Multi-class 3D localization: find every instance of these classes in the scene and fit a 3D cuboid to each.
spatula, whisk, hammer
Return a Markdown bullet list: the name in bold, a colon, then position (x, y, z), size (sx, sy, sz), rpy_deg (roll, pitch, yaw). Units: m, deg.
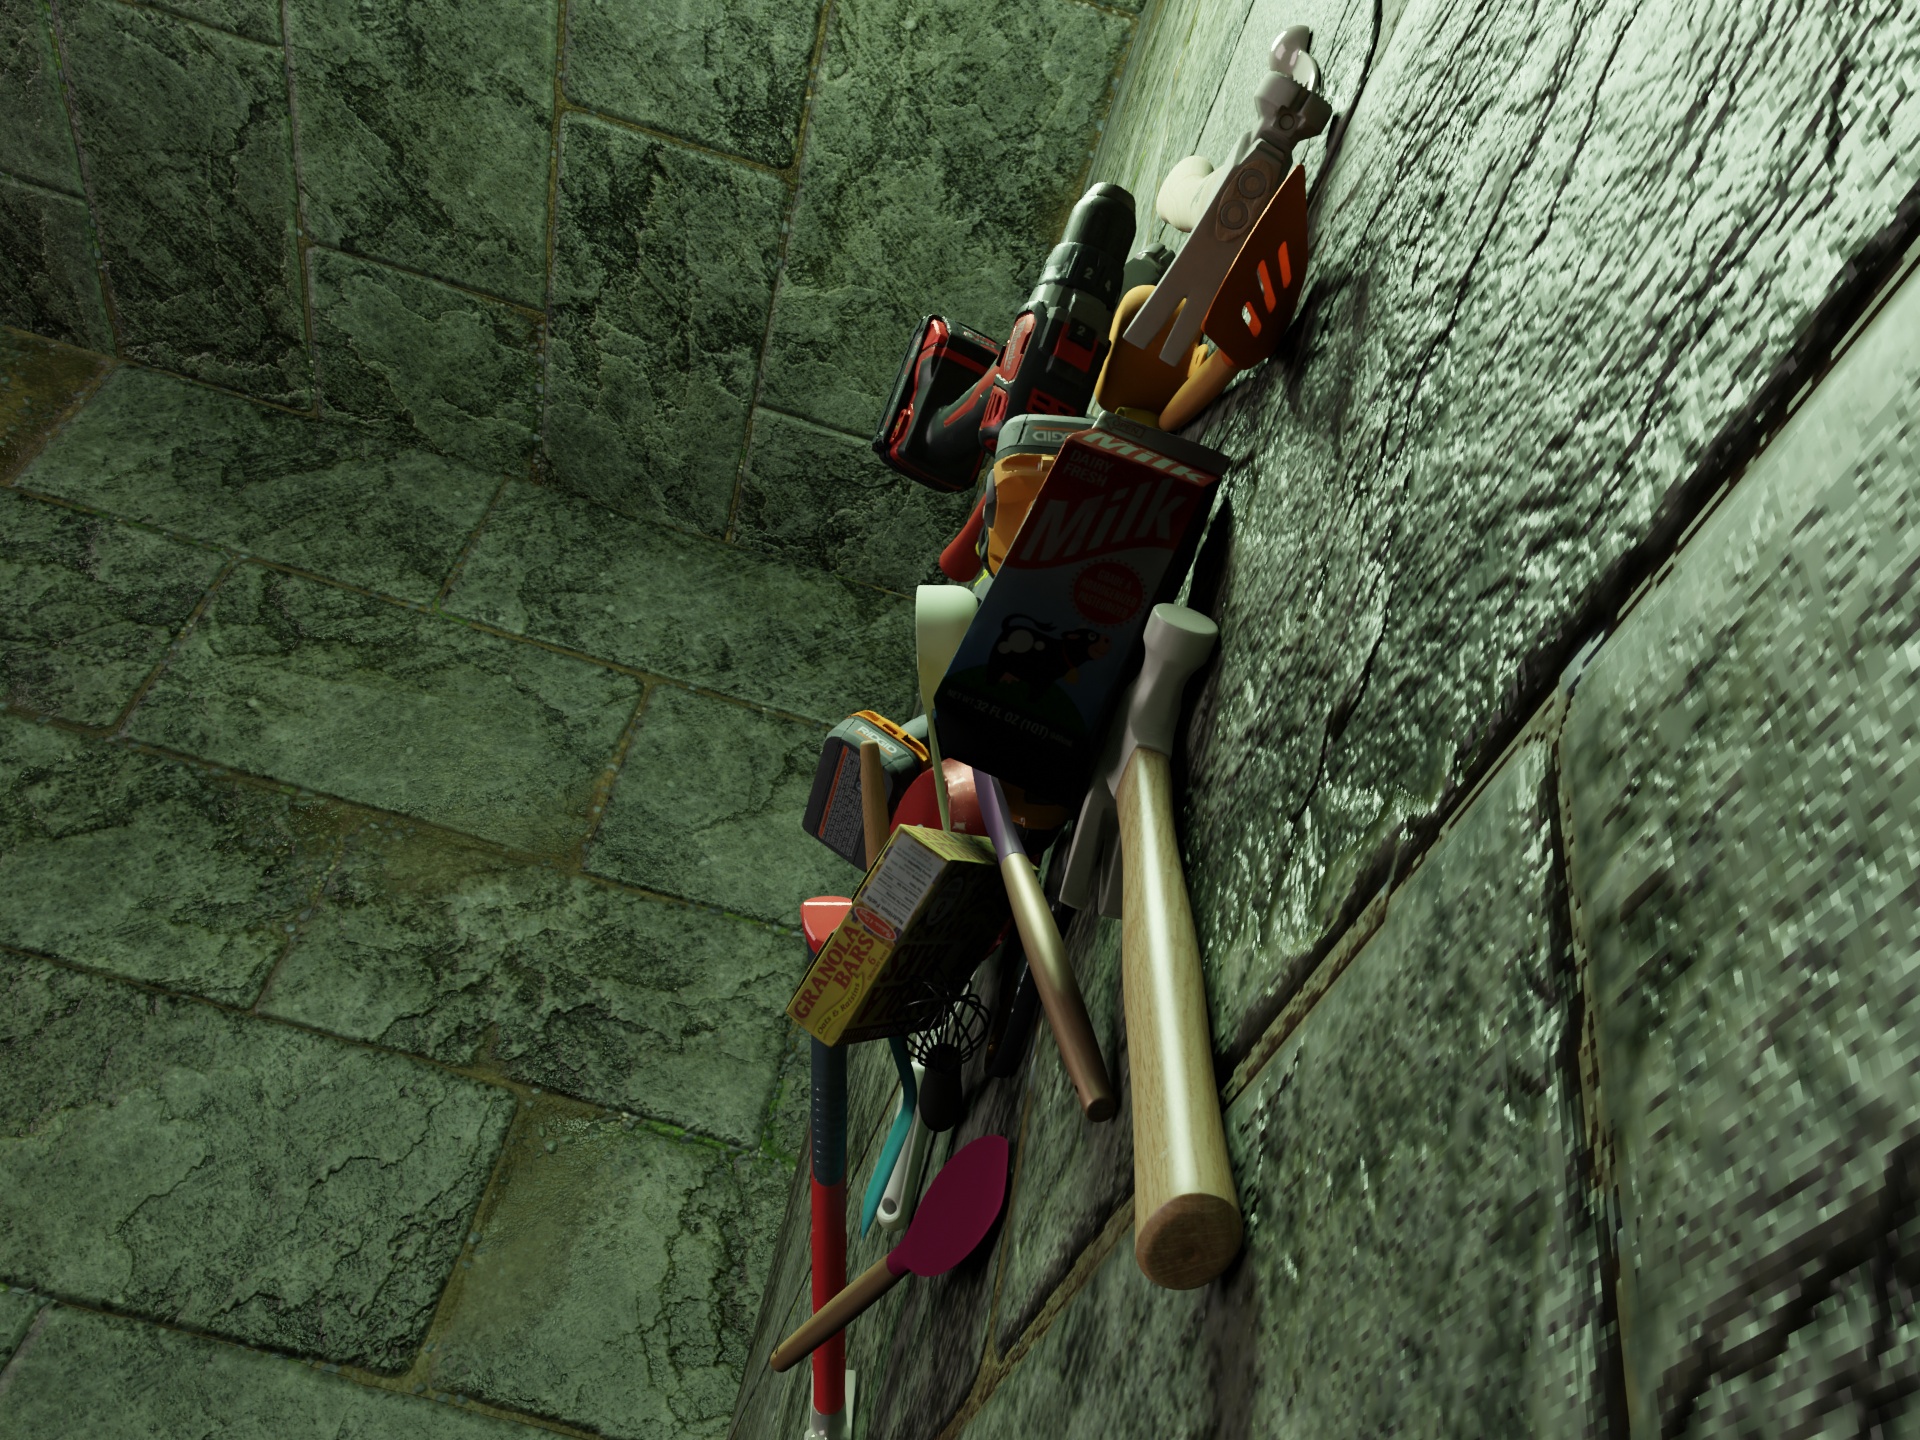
- **spatula**: position (0.127, -0.186, 0.806), size (0.081, 0.041, 0.322), rpy_deg (-59, 2, -1)
- **spatula**: position (0.031, 0.085, 0.761), size (0.316, 0.018, 0.059), rpy_deg (-110, 9, -63)
- **whisk**: position (-0.025, 0.241, 1.141), size (0.059, 0.058, 0.246), rpy_deg (26, -106, -59)
- **spatula**: position (-0.057, 0.172, 1.045), size (0.082, 0.044, 0.317), rpy_deg (131, 134, -86)
- **hammer**: position (0.056, -0.223, 1.286), size (0.149, 0.037, 0.359), rpy_deg (-49, -4, -39)
- **hammer**: position (0.143, -0.308, 0.975), size (0.146, 0.038, 0.411), rpy_deg (-59, 6, 17)
- **hammer**: position (0.071, 0.075, 0.583), size (0.331, 0.031, 0.130), rpy_deg (-82, 10, -64)
- **whisk**: position (-0.013, 0.206, 0.955), size (0.238, 0.055, 0.055), rpy_deg (93, -170, -59)
- **hammer**: position (-0.087, 0.305, 1.062), size (0.143, 0.038, 0.386), rpy_deg (-103, 14, -83)

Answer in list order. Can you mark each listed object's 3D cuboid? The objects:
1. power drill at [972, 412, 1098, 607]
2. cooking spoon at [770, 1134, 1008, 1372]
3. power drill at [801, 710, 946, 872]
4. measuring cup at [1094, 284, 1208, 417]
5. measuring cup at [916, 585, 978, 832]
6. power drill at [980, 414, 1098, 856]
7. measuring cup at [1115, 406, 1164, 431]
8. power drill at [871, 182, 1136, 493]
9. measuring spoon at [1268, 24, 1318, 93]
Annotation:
- **power drill**: position (0.068, -0.156, 1.203), size (0.171, 0.080, 0.223), rpy_deg (-63, 1, -1)
- **cooking spoon**: position (-0.046, 0.318, 0.905), size (0.318, 0.017, 0.069), rpy_deg (-52, 21, 43)
- **power drill**: position (-0.030, 0.036, 1.326), size (0.226, 0.084, 0.164), rpy_deg (-34, -30, -49)
- **measuring cup**: position (0.119, -0.228, 0.986), size (0.174, 0.052, 0.095), rpy_deg (-84, 11, -79)
- **measuring cup**: position (-0.002, -0.003, 0.990), size (0.083, 0.038, 0.167), rpy_deg (-83, -13, -71)
- **power drill**: position (0.050, -0.041, 0.941), size (0.185, 0.084, 0.226), rpy_deg (96, 178, -63)
- **measuring cup**: position (0.114, -0.135, 0.954), size (0.157, 0.029, 0.062), rpy_deg (-98, 13, -51)
- **power drill**: position (0.034, -0.248, 1.066), size (0.227, 0.080, 0.188), rpy_deg (2, 70, 67)
- **measuring spoon**: position (0.185, -0.364, 0.888), size (0.124, 0.018, 0.034), rpy_deg (-81, 9, -56)
